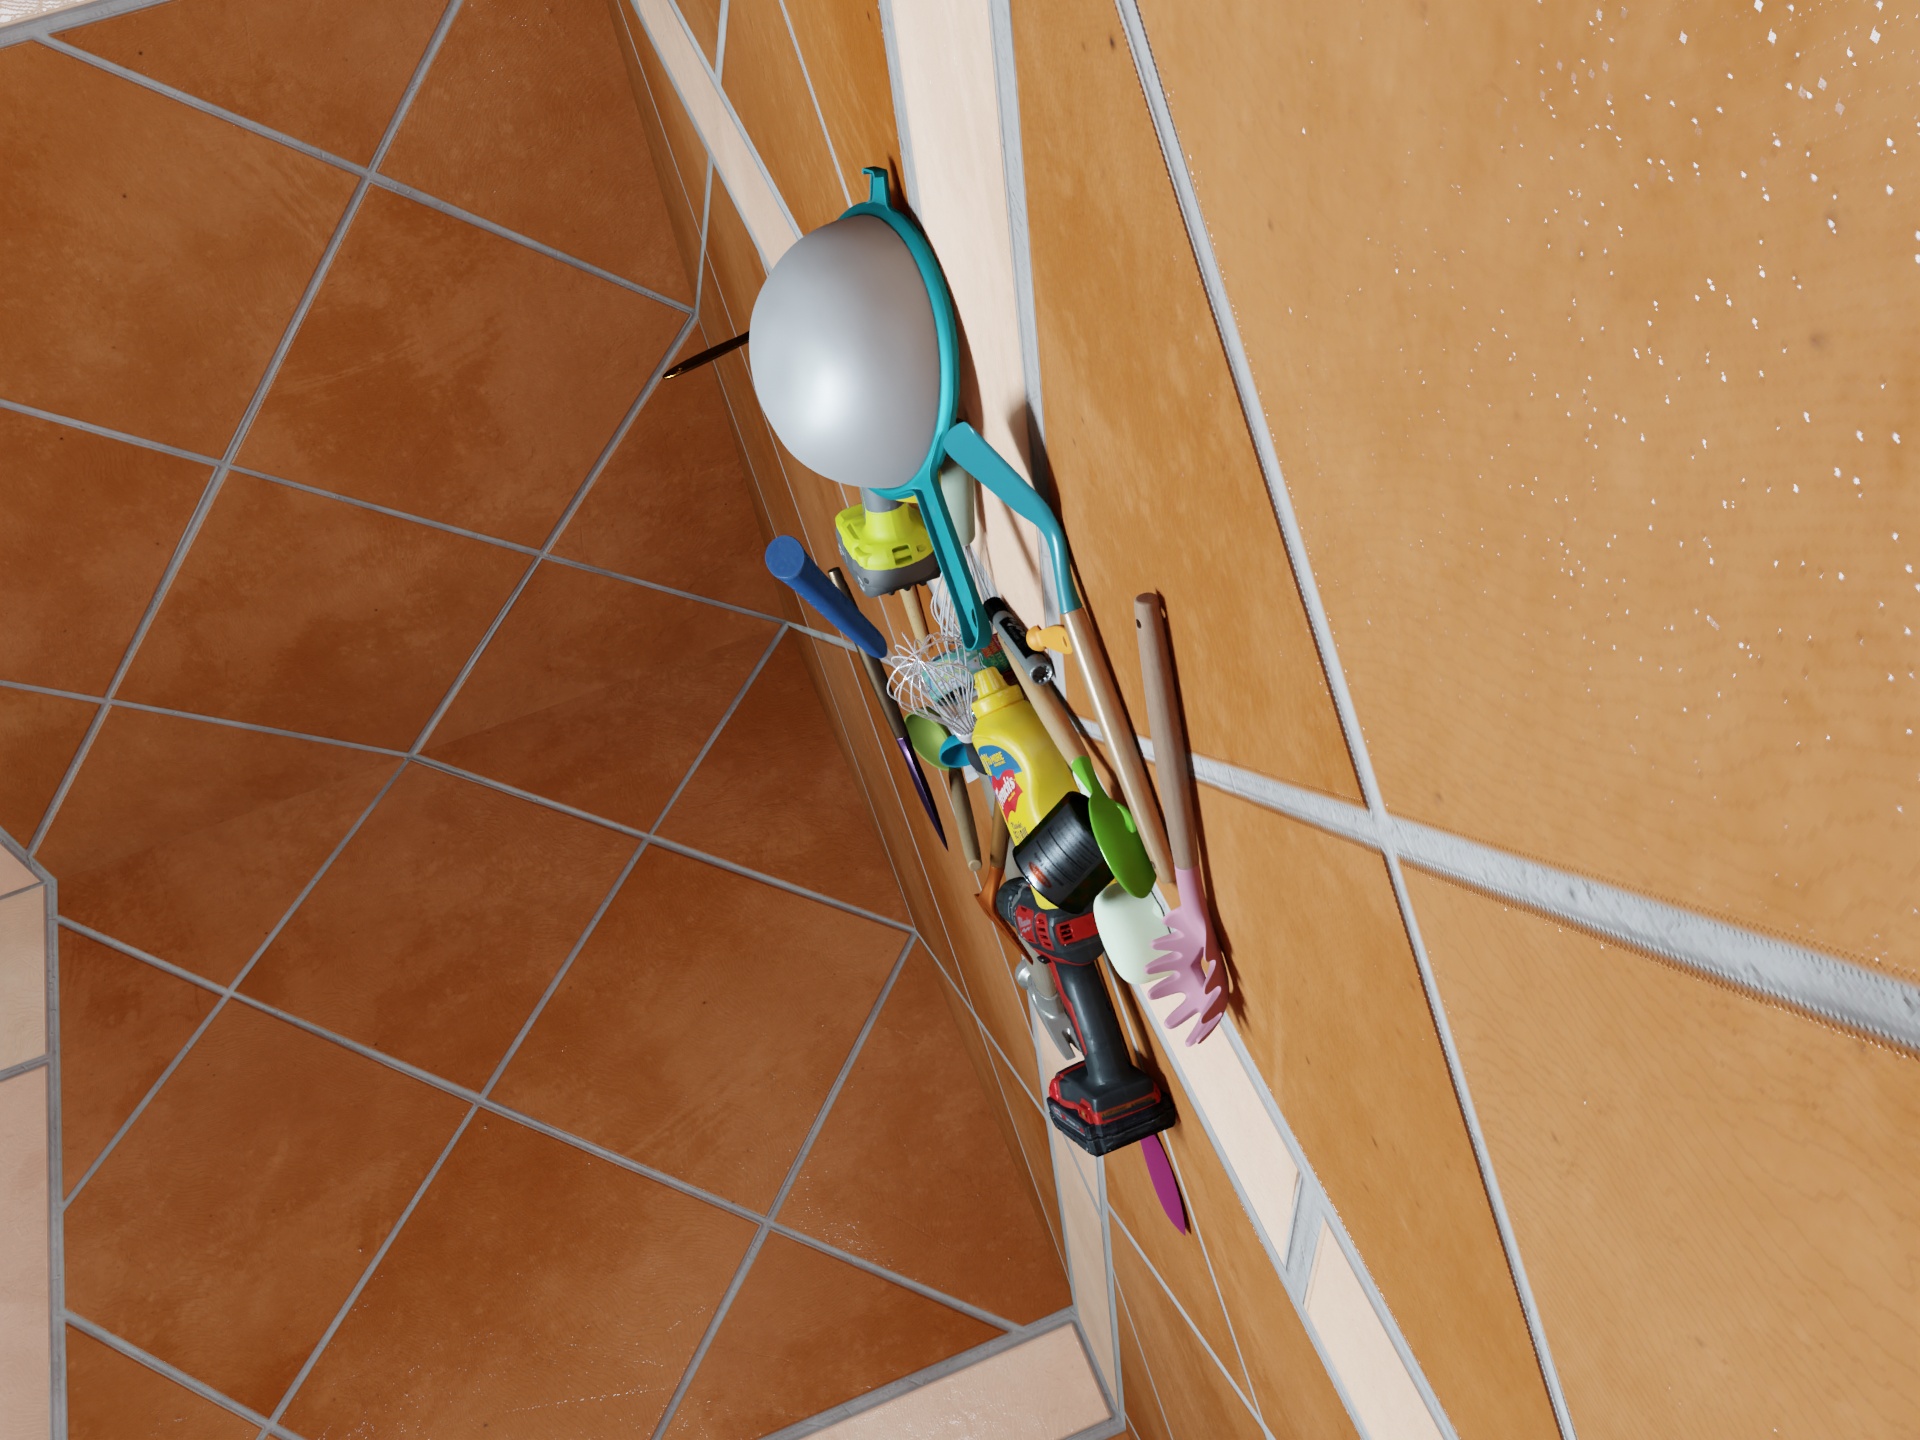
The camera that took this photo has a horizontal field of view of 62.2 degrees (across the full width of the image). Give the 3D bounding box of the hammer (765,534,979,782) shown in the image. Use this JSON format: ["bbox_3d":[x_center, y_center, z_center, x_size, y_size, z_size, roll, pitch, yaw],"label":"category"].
[{"bbox_3d":[-0.068,-0.060,1.470,0.144,0.035,0.405,63,-170,28],"label":"hammer"}]

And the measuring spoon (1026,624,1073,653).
[{"bbox_3d":[0.063,-0.056,1.125,0.117,0.011,0.021,-158,48,-79],"label":"measuring spoon"}]

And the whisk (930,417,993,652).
[{"bbox_3d":[-0.001,-0.139,1.240,0.059,0.058,0.246,28,148,22],"label":"whisk"}]

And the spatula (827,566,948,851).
[{"bbox_3d":[-0.067,-0.007,1.572,0.060,0.018,0.315,-117,5,-70],"label":"spatula"}]

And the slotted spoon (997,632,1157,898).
[{"bbox_3d":[0.077,0.015,1.140,0.070,0.031,0.314,41,-166,-35],"label":"slotted spoon"}]

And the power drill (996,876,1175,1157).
[{"bbox_3d":[0.095,0.240,1.368,0.188,0.080,0.226,-176,69,-74],"label":"power drill"}]

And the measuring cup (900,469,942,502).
[{"bbox_3d":[-0.031,-0.204,1.298,0.157,0.062,0.029,-99,11,-71],"label":"measuring cup"}]

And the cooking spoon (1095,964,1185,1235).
[{"bbox_3d":[0.151,0.326,1.450,0.069,0.017,0.319,-149,39,-77],"label":"cooking spoon"}]

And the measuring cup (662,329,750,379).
[{"bbox_3d":[-0.161,-0.303,1.334,0.095,0.173,0.052,-108,-5,-53],"label":"measuring cup"}]

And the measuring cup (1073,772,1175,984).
[{"bbox_3d":[0.105,0.114,1.157,0.083,0.038,0.168,91,156,-69],"label":"measuring cup"}]

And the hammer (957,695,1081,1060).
[{"bbox_3d":[0.060,0.154,1.574,0.146,0.038,0.410,-124,16,-55],"label":"hammer"}]

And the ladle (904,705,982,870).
[{"bbox_3d":[-0.014,0.072,1.613,0.320,0.062,0.078,-104,-11,-64],"label":"ladle"}]

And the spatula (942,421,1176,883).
[{"bbox_3d":[0.069,-0.041,1.007,0.082,0.044,0.317,176,73,-79],"label":"spatula"}]

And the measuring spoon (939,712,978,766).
[{"bbox_3d":[0.013,-0.001,1.432,0.128,0.042,0.021,118,147,-48],"label":"measuring spoon"}]

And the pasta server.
[{"bbox_3d":[0.123,0.066,0.931,0.060,0.040,0.316,40,150,50],"label":"pasta server"}]

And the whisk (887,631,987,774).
[{"bbox_3d":[-0.001,-0.005,1.333,0.284,0.070,0.070,55,-169,-66],"label":"whisk"}]

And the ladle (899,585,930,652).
[{"bbox_3d":[-0.075,-0.200,1.647,0.069,0.031,0.315,-117,8,-56],"label":"ladle"}]

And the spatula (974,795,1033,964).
[{"bbox_3d":[0.043,0.112,1.480,0.081,0.041,0.322,45,146,35],"label":"spatula"}]

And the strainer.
[{"bbox_3d":[-0.072,-0.199,1.118,0.211,0.095,0.340,-42,63,57],"label":"strainer"}]

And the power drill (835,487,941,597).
[{"bbox_3d":[-0.085,-0.241,1.449,0.171,0.080,0.223,-123,19,-54],"label":"power drill"}]
